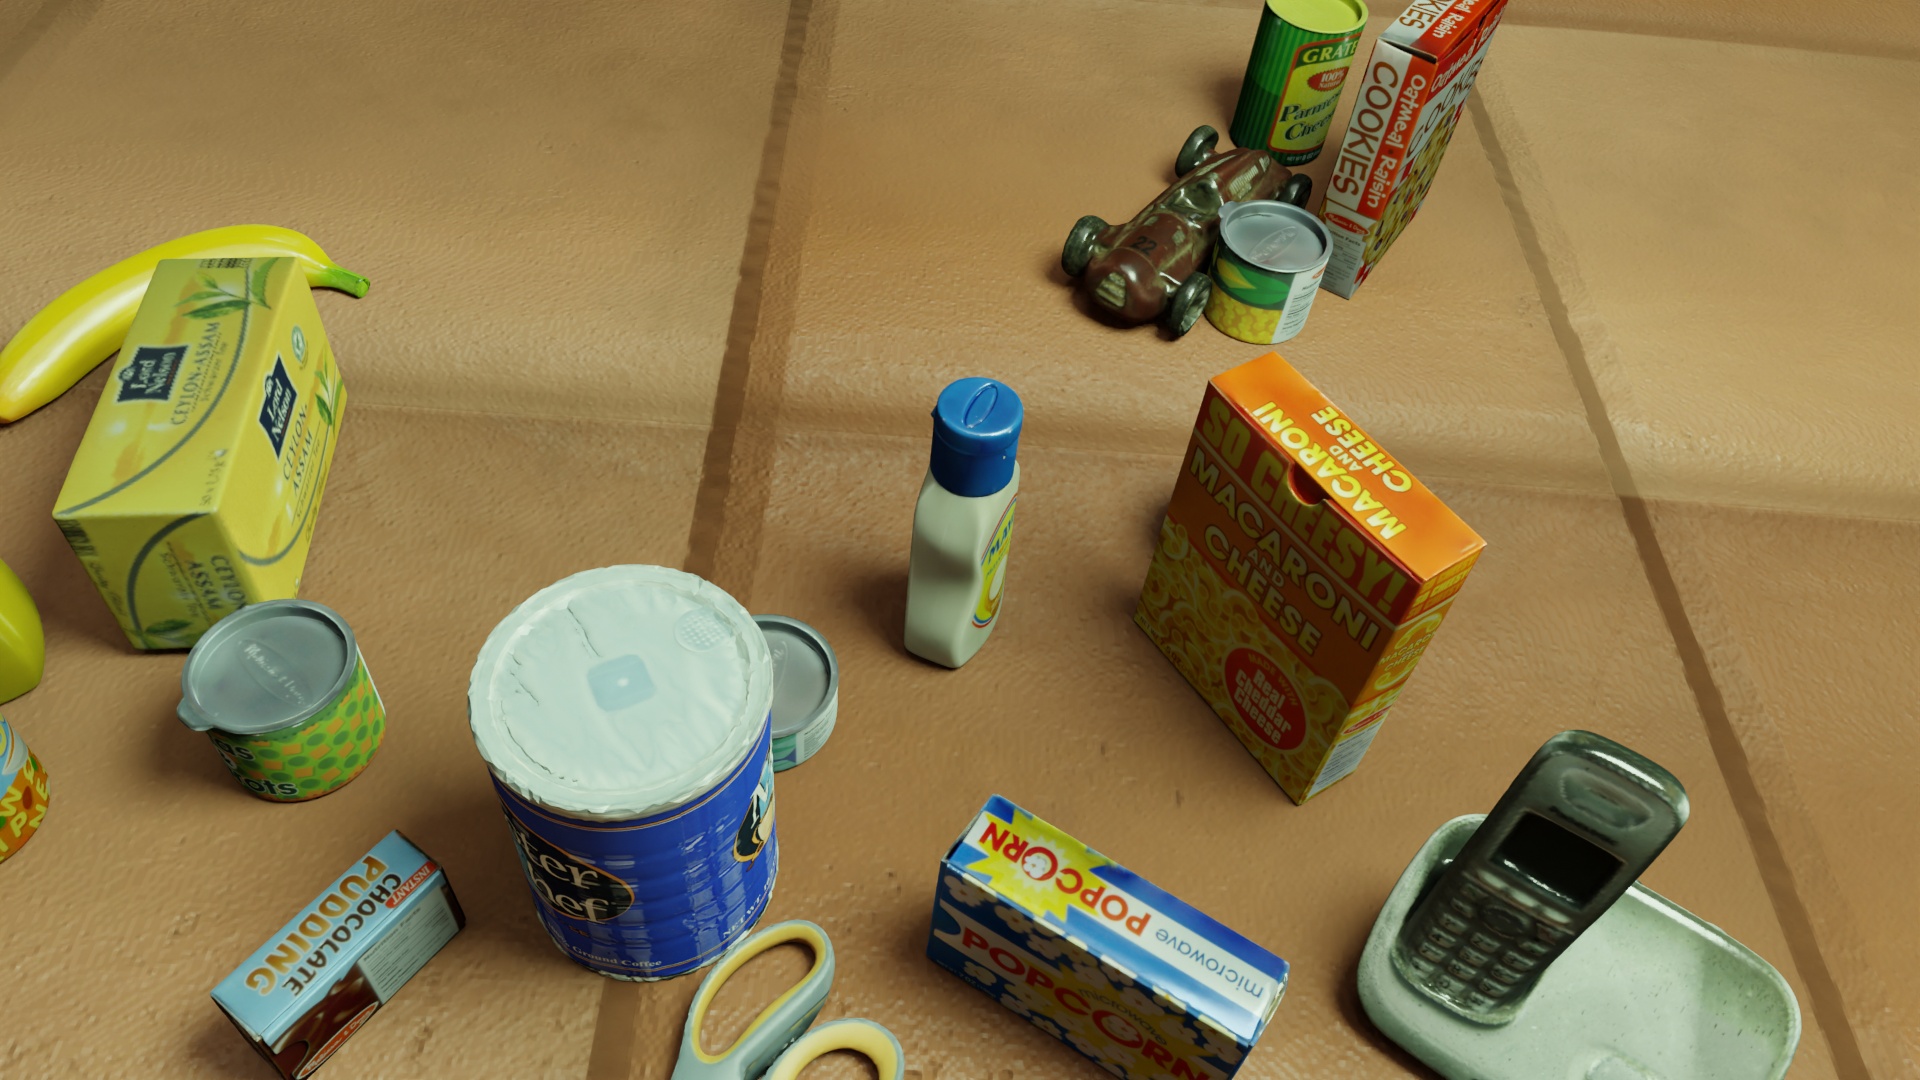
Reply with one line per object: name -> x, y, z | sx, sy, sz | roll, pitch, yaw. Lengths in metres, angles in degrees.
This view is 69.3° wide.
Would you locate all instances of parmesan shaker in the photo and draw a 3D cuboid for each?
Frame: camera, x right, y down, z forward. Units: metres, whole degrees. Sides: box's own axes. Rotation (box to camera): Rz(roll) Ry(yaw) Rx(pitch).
parmesan shaker -> 0.227, -0.313, 0.931 | 0.071, 0.102, 0.072 | 3, 50, -4

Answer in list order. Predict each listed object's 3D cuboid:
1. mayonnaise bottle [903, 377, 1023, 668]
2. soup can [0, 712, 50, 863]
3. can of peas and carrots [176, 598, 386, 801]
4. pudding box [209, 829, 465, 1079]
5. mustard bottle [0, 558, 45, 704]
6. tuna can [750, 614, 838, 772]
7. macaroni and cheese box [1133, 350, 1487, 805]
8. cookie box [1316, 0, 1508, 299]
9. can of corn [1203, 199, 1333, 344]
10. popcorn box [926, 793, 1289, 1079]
mayonnaise bottle -> 0.002, -0.008, 0.621 | 0.041, 0.147, 0.065 | 21, 51, 11
soup can -> -0.405, 0.084, 0.541 | 0.071, 0.083, 0.072 | 3, 50, -4
can of peas and carrots -> -0.284, 0.069, 0.583 | 0.071, 0.058, 0.071 | 3, 50, -4
pudding box -> -0.231, 0.156, 0.522 | 0.030, 0.049, 0.084 | 30, 54, 18
mustard bottle -> -0.425, 0.010, 0.552 | 0.065, 0.159, 0.049 | -17, 54, -19
tuna can -> -0.090, 0.068, 0.623 | 0.071, 0.032, 0.071 | 3, 50, -4
macaroni and cheese box -> 0.141, 0.021, 0.601 | 0.040, 0.165, 0.124 | -25, 57, -24
cookie box -> 0.268, -0.246, 0.838 | 0.040, 0.166, 0.123 | 30, 54, 18
can of corn -> 0.179, -0.161, 0.827 | 0.071, 0.058, 0.071 | 3, 50, -4
popcorn box -> 0.052, 0.160, 0.527 | 0.127, 0.084, 0.038 | 28, 53, 16
